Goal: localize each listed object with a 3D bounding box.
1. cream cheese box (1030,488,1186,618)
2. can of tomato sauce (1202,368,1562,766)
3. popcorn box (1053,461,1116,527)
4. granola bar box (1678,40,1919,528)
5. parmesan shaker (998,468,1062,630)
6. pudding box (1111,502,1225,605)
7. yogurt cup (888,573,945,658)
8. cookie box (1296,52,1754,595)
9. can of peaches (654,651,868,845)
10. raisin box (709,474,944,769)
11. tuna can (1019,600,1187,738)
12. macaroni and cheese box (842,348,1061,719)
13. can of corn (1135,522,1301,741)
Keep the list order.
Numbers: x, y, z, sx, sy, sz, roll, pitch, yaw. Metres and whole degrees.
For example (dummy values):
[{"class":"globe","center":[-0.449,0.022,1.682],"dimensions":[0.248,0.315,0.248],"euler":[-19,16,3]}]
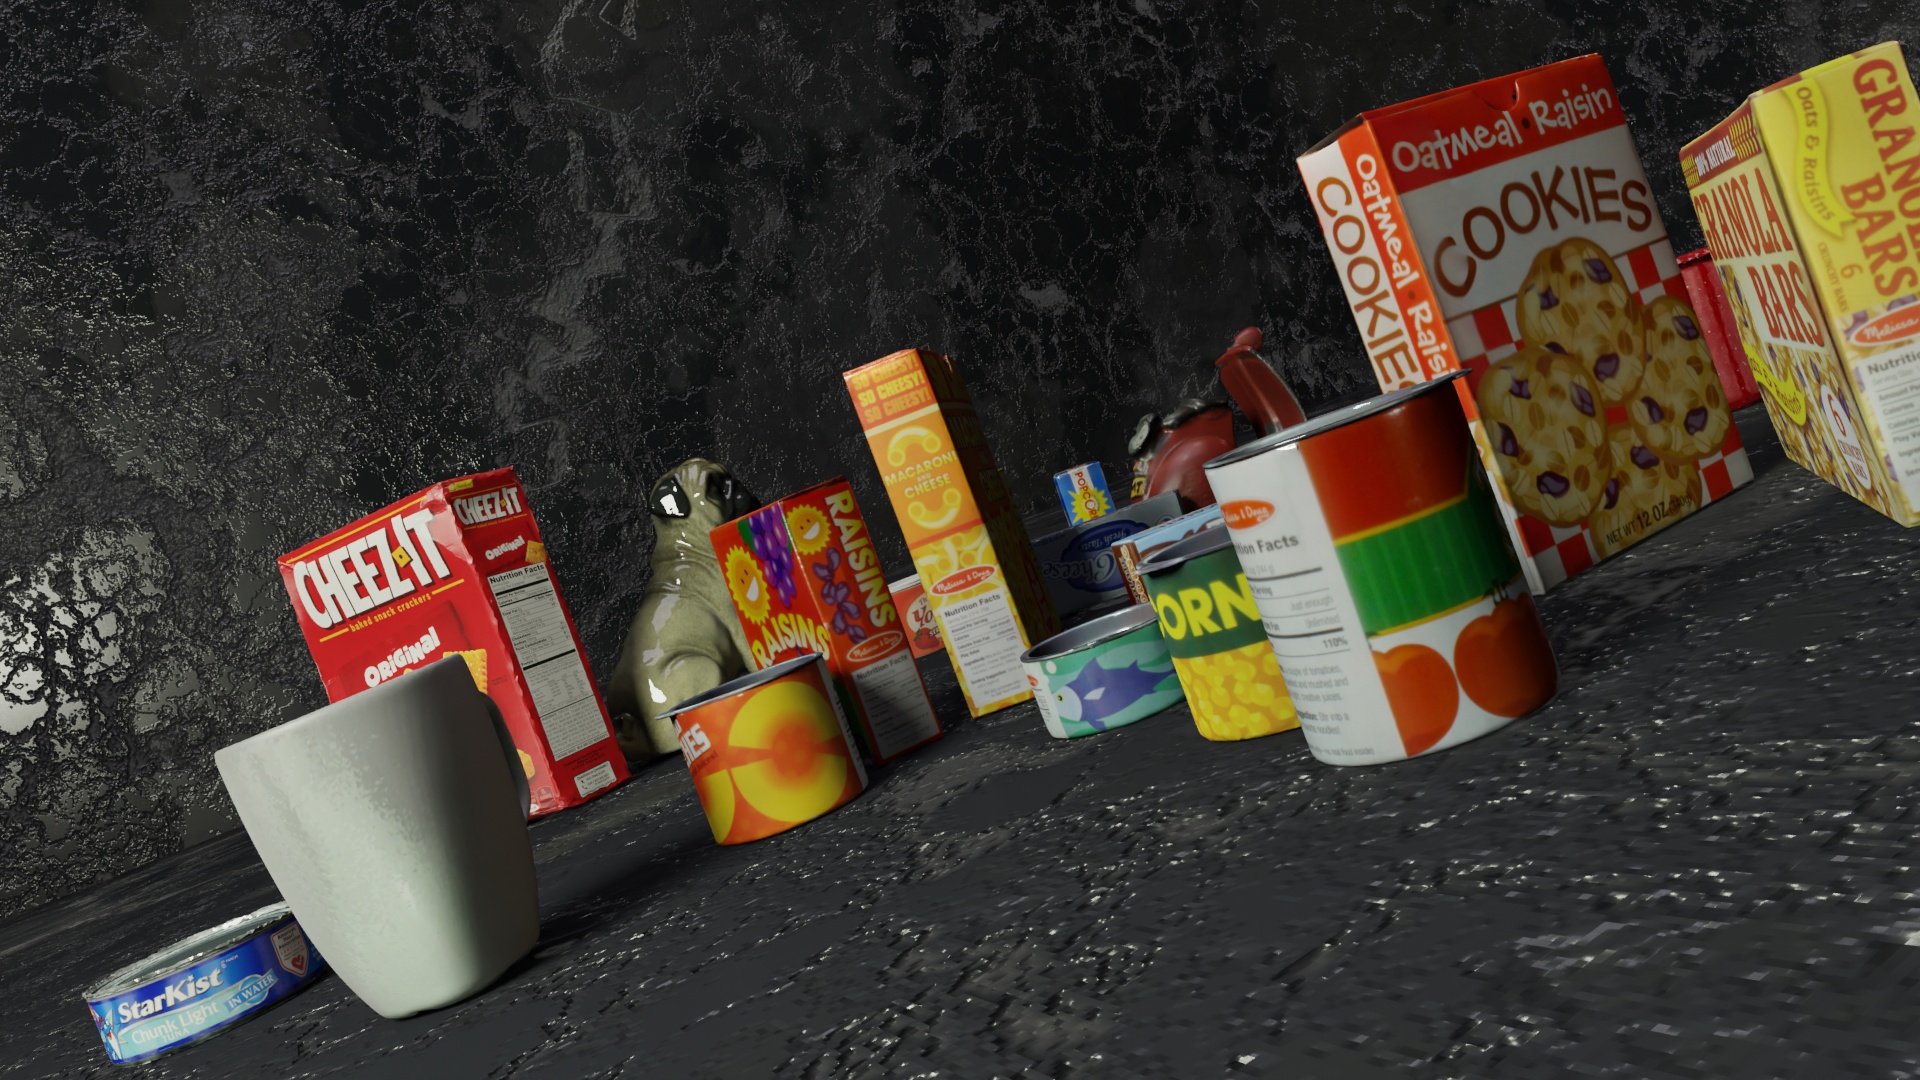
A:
[{"class":"cream cheese box","center":[0.097,0.009,0.878],"dimensions":[0.104,0.053,0.024],"euler":[-20,1,13]},{"class":"can of tomato sauce","center":[0.110,0.007,0.358],"dimensions":[0.071,0.083,0.071],"euler":[-21,2,1]},{"class":"popcorn box","center":[0.104,-0.017,1.091],"dimensions":[0.038,0.085,0.127],"euler":[-21,2,5]},{"class":"granola bar box","center":[0.273,-0.079,0.437],"dimensions":[0.039,0.124,0.166],"euler":[-20,2,23]},{"class":"parmesan shaker","center":[0.013,0.017,0.820],"dimensions":[0.071,0.103,0.071],"euler":[-21,1,1]},{"class":"pudding box","center":[0.121,0.009,0.676],"dimensions":[0.084,0.049,0.030],"euler":[-21,1,-17]},{"class":"yogurt cup","center":[-0.030,0.053,0.990],"dimensions":[0.072,0.054,0.072],"euler":[-21,2,1]},{"class":"cookie box","center":[0.202,-0.077,0.490],"dimensions":[0.123,0.167,0.040],"euler":[-21,1,-27]},{"class":"can of peaches","center":[-0.079,0.084,0.556],"dimensions":[0.071,0.058,0.071],"euler":[-21,2,1]},{"class":"raisin box","center":[-0.063,0.040,0.631],"dimensions":[0.040,0.123,0.086],"euler":[-21,2,-32]},{"class":"tuna can","center":[0.061,0.046,0.520],"dimensions":[0.071,0.033,0.071],"euler":[-21,2,1]},{"class":"macaroni and cheese box","center":[0.002,-0.008,0.676],"dimensions":[0.040,0.166,0.124],"euler":[-20,1,9]},{"class":"can of corn","center":[0.093,0.024,0.427],"dimensions":[0.071,0.058,0.071],"euler":[-21,2,1]}]
